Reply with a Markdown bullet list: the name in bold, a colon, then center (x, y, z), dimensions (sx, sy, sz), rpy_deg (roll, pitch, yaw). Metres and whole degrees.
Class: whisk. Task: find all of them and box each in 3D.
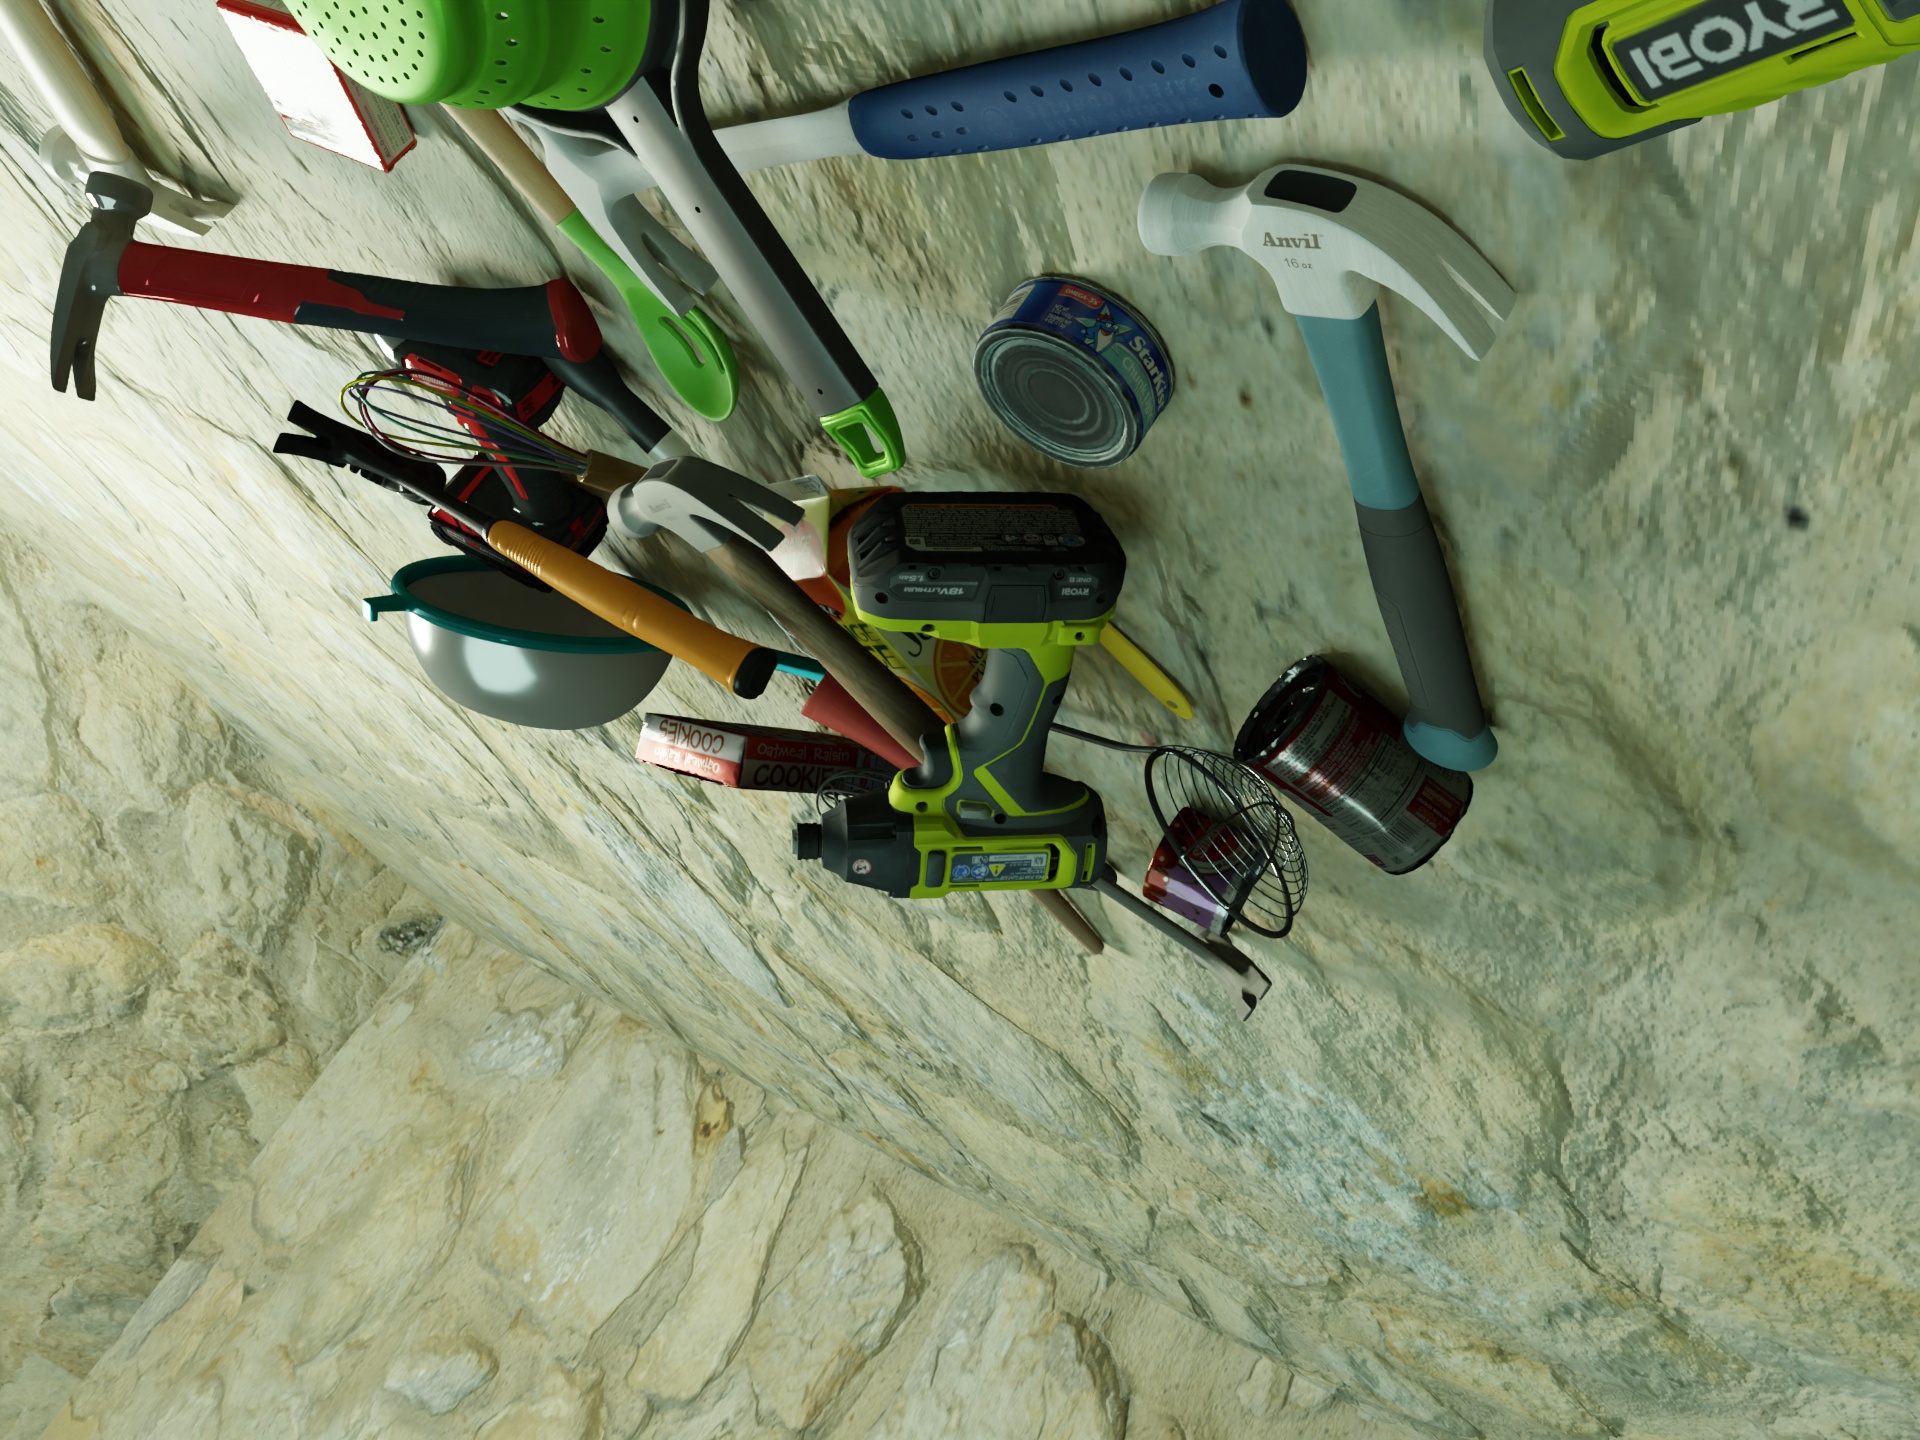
- **whisk**: center (-0.154, -0.141, 0.971), dimensions (0.284, 0.070, 0.070), rpy_deg (44, 156, -12)
- **whisk**: center (-0.250, -0.160, 0.961), dimensions (0.244, 0.047, 0.051), rpy_deg (15, -153, -33)
- **whisk**: center (0.008, 0.084, 1.145), dimensions (0.238, 0.055, 0.055), rpy_deg (19, 162, -18)

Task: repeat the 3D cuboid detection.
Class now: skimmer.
- **skimmer**: center (0.052, 0.034, 0.995), dimensions (0.363, 0.090, 0.127), rpy_deg (19, -176, 37)

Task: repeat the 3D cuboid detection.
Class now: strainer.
- **strainer**: center (-0.241, -0.033, 1.144), dimensions (0.340, 0.095, 0.211), rpy_deg (14, -163, 2)

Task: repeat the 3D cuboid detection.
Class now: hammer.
- **hammer**: center (-0.042, -0.237, 0.650), dimensions (0.406, 0.035, 0.143), rpy_deg (11, 148, 43)
- **hammer**: center (0.179, -0.086, 0.664), dimensions (0.128, 0.033, 0.330), rpy_deg (16, 152, 37)
- **hammer**: center (-0.248, -0.098, 0.932), dimensions (0.337, 0.034, 0.127), rpy_deg (28, -177, 22)
- **hammer**: center (-0.564, -0.452, 0.915), dimensions (0.146, 0.038, 0.410), rpy_deg (26, 156, 15)
- **hammer**: center (-0.053, -0.025, 0.901), dimensions (0.331, 0.031, 0.130), rpy_deg (44, 155, -22)
- **hammer**: center (0.049, 0.081, 1.080), dimensions (0.359, 0.036, 0.149), rpy_deg (34, -176, -5)
- **hammer**: center (-0.392, -0.241, 0.962), dimensions (0.386, 0.143, 0.038), rpy_deg (13, -179, 20)

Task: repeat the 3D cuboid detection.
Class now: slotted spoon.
- **slotted spoon**: center (-0.219, -0.280, 0.814), dimensions (0.313, 0.031, 0.070), rpy_deg (47, 154, -25)

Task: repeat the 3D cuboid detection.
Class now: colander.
- **colander**: center (-0.157, -0.242, 0.631), dimensions (0.204, 0.094, 0.396), rpy_deg (-6, 126, 51)

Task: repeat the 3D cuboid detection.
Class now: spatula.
- **spatula**: center (0.029, 0.095, 1.230), dimensions (0.315, 0.018, 0.060), rpy_deg (48, -171, -36)

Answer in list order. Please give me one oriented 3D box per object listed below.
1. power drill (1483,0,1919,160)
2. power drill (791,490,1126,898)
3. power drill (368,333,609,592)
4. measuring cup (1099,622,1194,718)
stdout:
- **power drill**: center (0.164, -0.236, 0.330), dimensions (0.228, 0.080, 0.190), rpy_deg (42, 156, -26)
- **power drill**: center (-0.001, -0.003, 0.833), dimensions (0.171, 0.080, 0.223), rpy_deg (-1, 125, -9)
- **power drill**: center (-0.318, -0.192, 1.059), dimensions (0.143, 0.078, 0.219), rpy_deg (27, 153, 13)
- **measuring cup**: center (0.071, -0.043, 0.893), dimensions (0.156, 0.029, 0.062), rpy_deg (42, 156, -14)
